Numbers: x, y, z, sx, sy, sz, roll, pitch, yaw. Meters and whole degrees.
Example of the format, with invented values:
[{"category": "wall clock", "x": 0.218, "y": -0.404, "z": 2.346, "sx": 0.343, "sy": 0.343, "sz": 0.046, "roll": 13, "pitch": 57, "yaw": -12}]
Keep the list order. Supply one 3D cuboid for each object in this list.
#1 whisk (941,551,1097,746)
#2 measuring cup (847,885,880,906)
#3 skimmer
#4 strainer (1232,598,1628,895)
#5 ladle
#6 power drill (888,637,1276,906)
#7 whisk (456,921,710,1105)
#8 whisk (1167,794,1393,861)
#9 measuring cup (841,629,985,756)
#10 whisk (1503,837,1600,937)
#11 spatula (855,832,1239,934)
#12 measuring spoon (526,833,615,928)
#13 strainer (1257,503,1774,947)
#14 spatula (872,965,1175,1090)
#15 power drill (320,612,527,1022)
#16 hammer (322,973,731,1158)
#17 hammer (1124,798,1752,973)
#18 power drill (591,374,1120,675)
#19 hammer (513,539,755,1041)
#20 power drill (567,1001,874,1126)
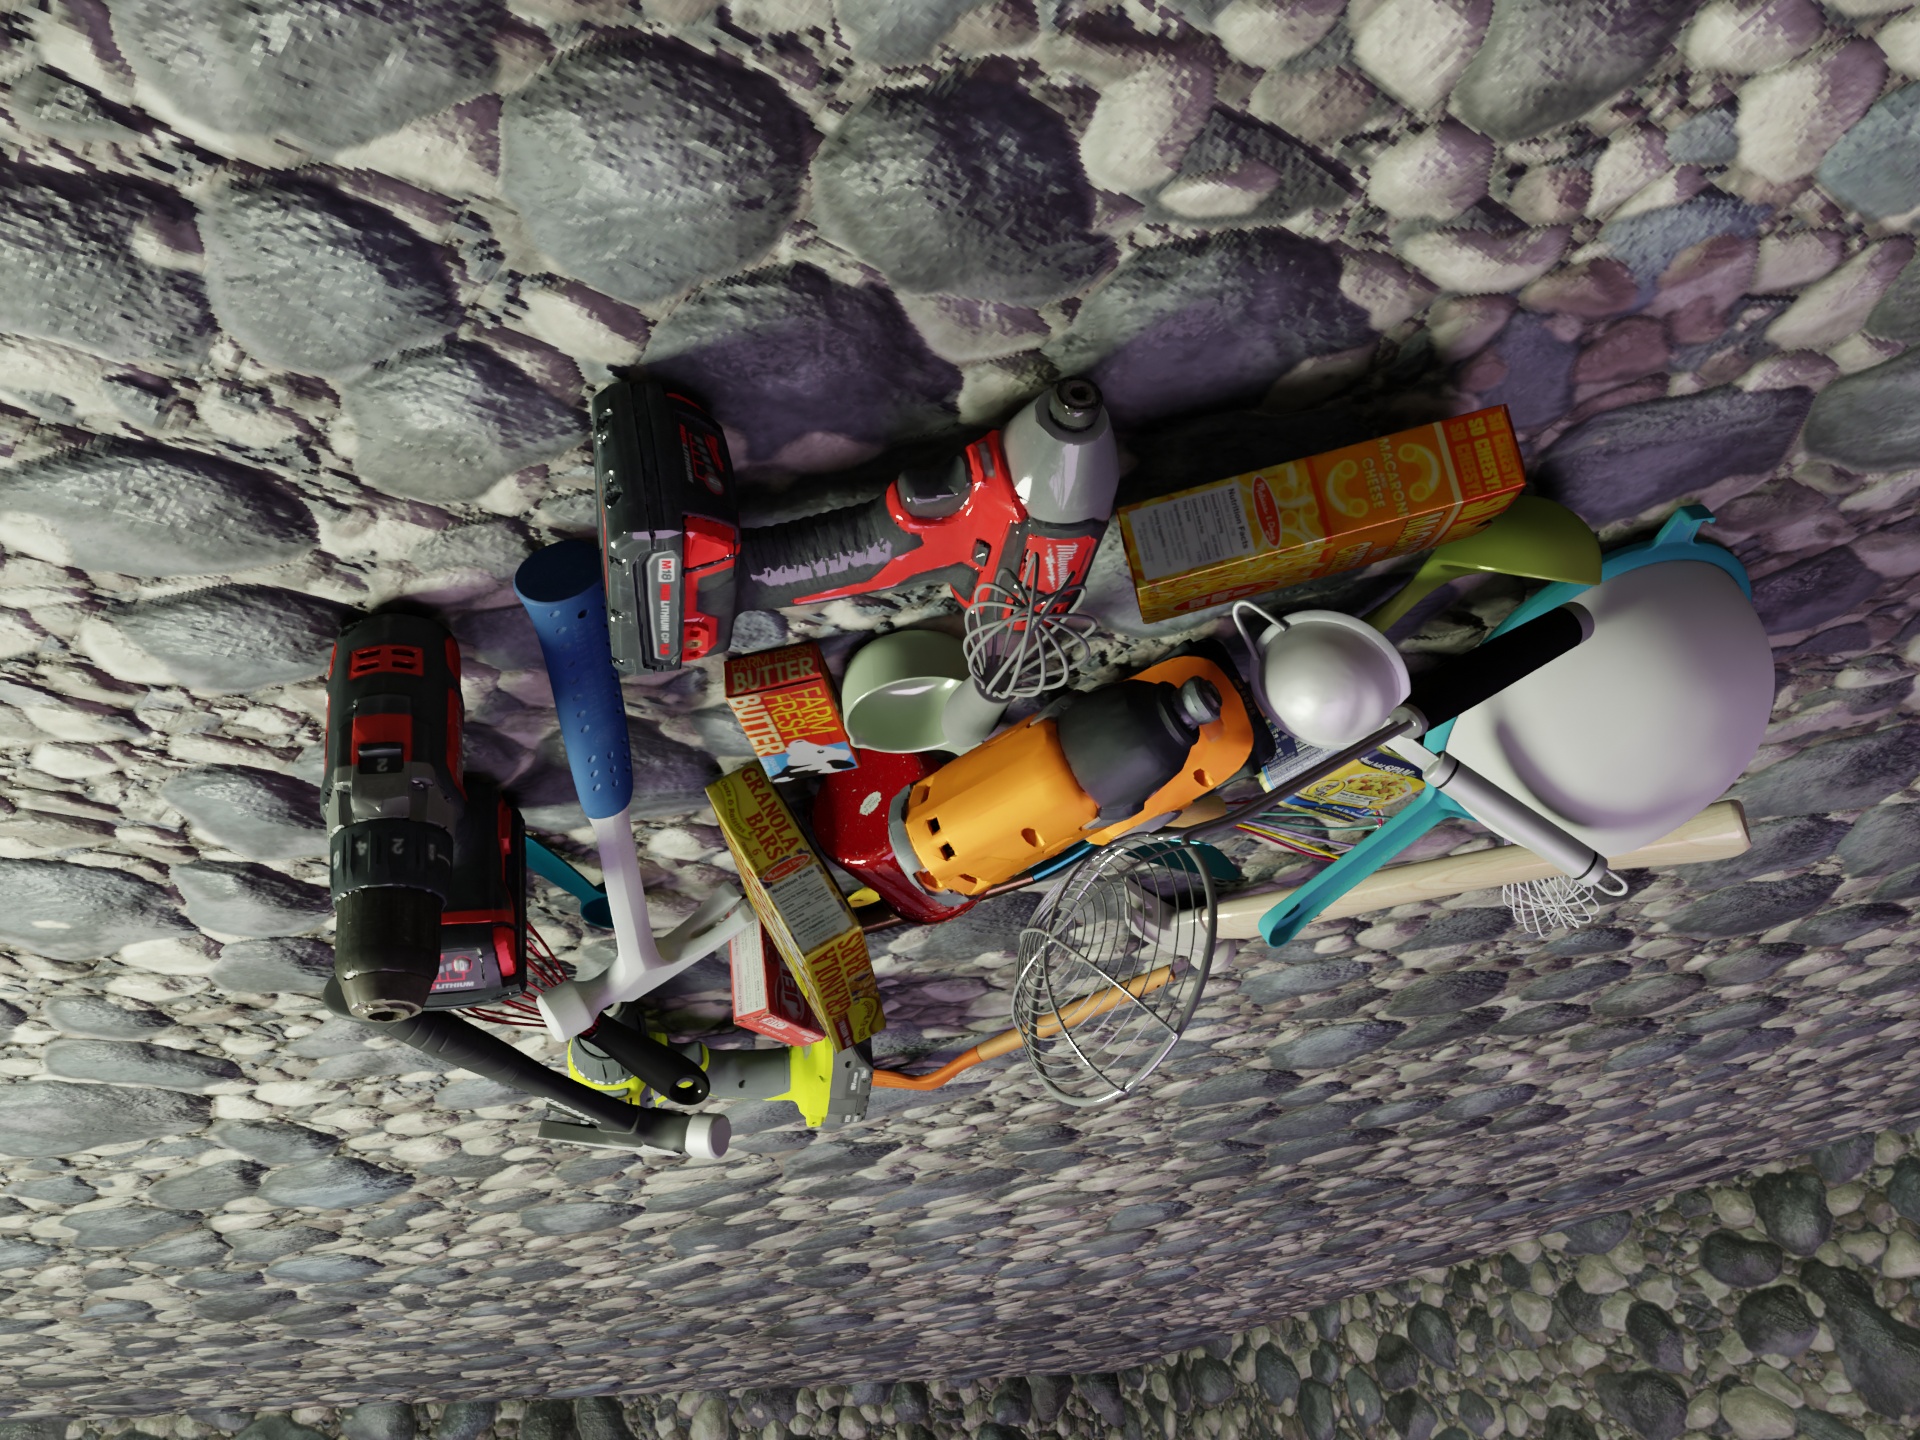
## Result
[{"category": "whisk", "x": 0.016, "y": -0.021, "z": 0.714, "sx": 0.055, "sy": 0.055, "sz": 0.239, "roll": -5, "pitch": 169, "yaw": -9}, {"category": "measuring cup", "x": -0.046, "y": 0.093, "z": 1.043, "sx": 0.062, "sy": 0.029, "sz": 0.156, "roll": 3, "pitch": 159, "yaw": -24}, {"category": "skimmer", "x": 0.178, "y": 0.053, "z": 0.762, "sx": 0.363, "sy": 0.090, "sz": 0.127, "roll": -27, "pitch": -165, "yaw": -21}, {"category": "strainer", "x": 0.247, "y": 0.022, "z": 0.837, "sx": 0.258, "sy": 0.050, "sz": 0.086, "roll": 33, "pitch": 134, "yaw": -4}, {"category": "ladle", "x": 0.208, "y": -0.026, "z": 0.878, "sx": 0.078, "sy": 0.062, "sz": 0.320, "roll": 1, "pitch": 153, "yaw": -38}, {"category": "power drill", "x": 0.081, "y": 0.016, "z": 0.791, "sx": 0.164, "sy": 0.084, "sz": 0.226, "roll": -30, "pitch": 173, "yaw": 26}, {"category": "whisk", "x": -0.261, "y": 0.196, "z": 1.066, "sx": 0.073, "sy": 0.073, "sz": 0.295, "roll": -22, "pitch": 137, "yaw": 20}, {"category": "whisk", "x": 0.182, "y": 0.063, "z": 1.010, "sx": 0.244, "sy": 0.047, "sz": 0.051, "roll": 6, "pitch": 177, "yaw": -28}, {"category": "measuring cup", "x": -0.001, "y": -0.003, "z": 0.871, "sx": 0.083, "sy": 0.038, "sz": 0.167, "roll": -25, "pitch": 149, "yaw": 24}, {"category": "whisk", "x": 0.397, "y": 0.084, "z": 1.128, "sx": 0.070, "sy": 0.070, "sz": 0.284, "roll": -22, "pitch": 143, "yaw": 20}, {"category": "spatula", "x": 0.027, "y": 0.120, "z": 1.084, "sx": 0.317, "sy": 0.044, "sz": 0.082, "roll": -18, "pitch": 153, "yaw": 16}, {"category": "measuring spoon", "x": -0.241, "y": 0.092, "z": 0.987, "sx": 0.042, "sy": 0.021, "sz": 0.128, "roll": -20, "pitch": 140, "yaw": 18}, {"category": "strainer", "x": 0.325, "y": 0.048, "z": 0.898, "sx": 0.340, "sy": 0.095, "sz": 0.210, "roll": -39, "pitch": 138, "yaw": 10}, {"category": "spatula", "x": 0.036, "y": 0.267, "z": 1.363, "sx": 0.322, "sy": 0.041, "sz": 0.081, "roll": -26, "pitch": 146, "yaw": 19}, {"category": "power drill", "x": -0.265, "y": 0.078, "z": 0.784, "sx": 0.080, "sy": 0.188, "sz": 0.226, "roll": -3, "pitch": 154, "yaw": -10}, {"category": "hammer", "x": -0.292, "y": 0.230, "z": 1.042, "sx": 0.146, "sy": 0.035, "sz": 0.334, "roll": -1, "pitch": 152, "yaw": 24}, {"category": "hammer", "x": 0.314, "y": 0.108, "z": 1.089, "sx": 0.410, "sy": 0.038, "sz": 0.146, "roll": -16, "pitch": 149, "yaw": 30}, {"category": "power drill", "x": -0.041, "y": -0.088, "z": 0.676, "sx": 0.219, "sy": 0.079, "sz": 0.143, "roll": -5, "pitch": 151, "yaw": -14}, {"category": "hammer", "x": -0.187, "y": 0.048, "z": 0.871, "sx": 0.144, "sy": 0.035, "sz": 0.405, "roll": -28, "pitch": 152, "yaw": -23}, {"category": "power drill", "x": -0.186, "y": 0.256, "z": 1.220, "sx": 0.228, "sy": 0.080, "sz": 0.190, "roll": -1, "pitch": 143, "yaw": -10}]
